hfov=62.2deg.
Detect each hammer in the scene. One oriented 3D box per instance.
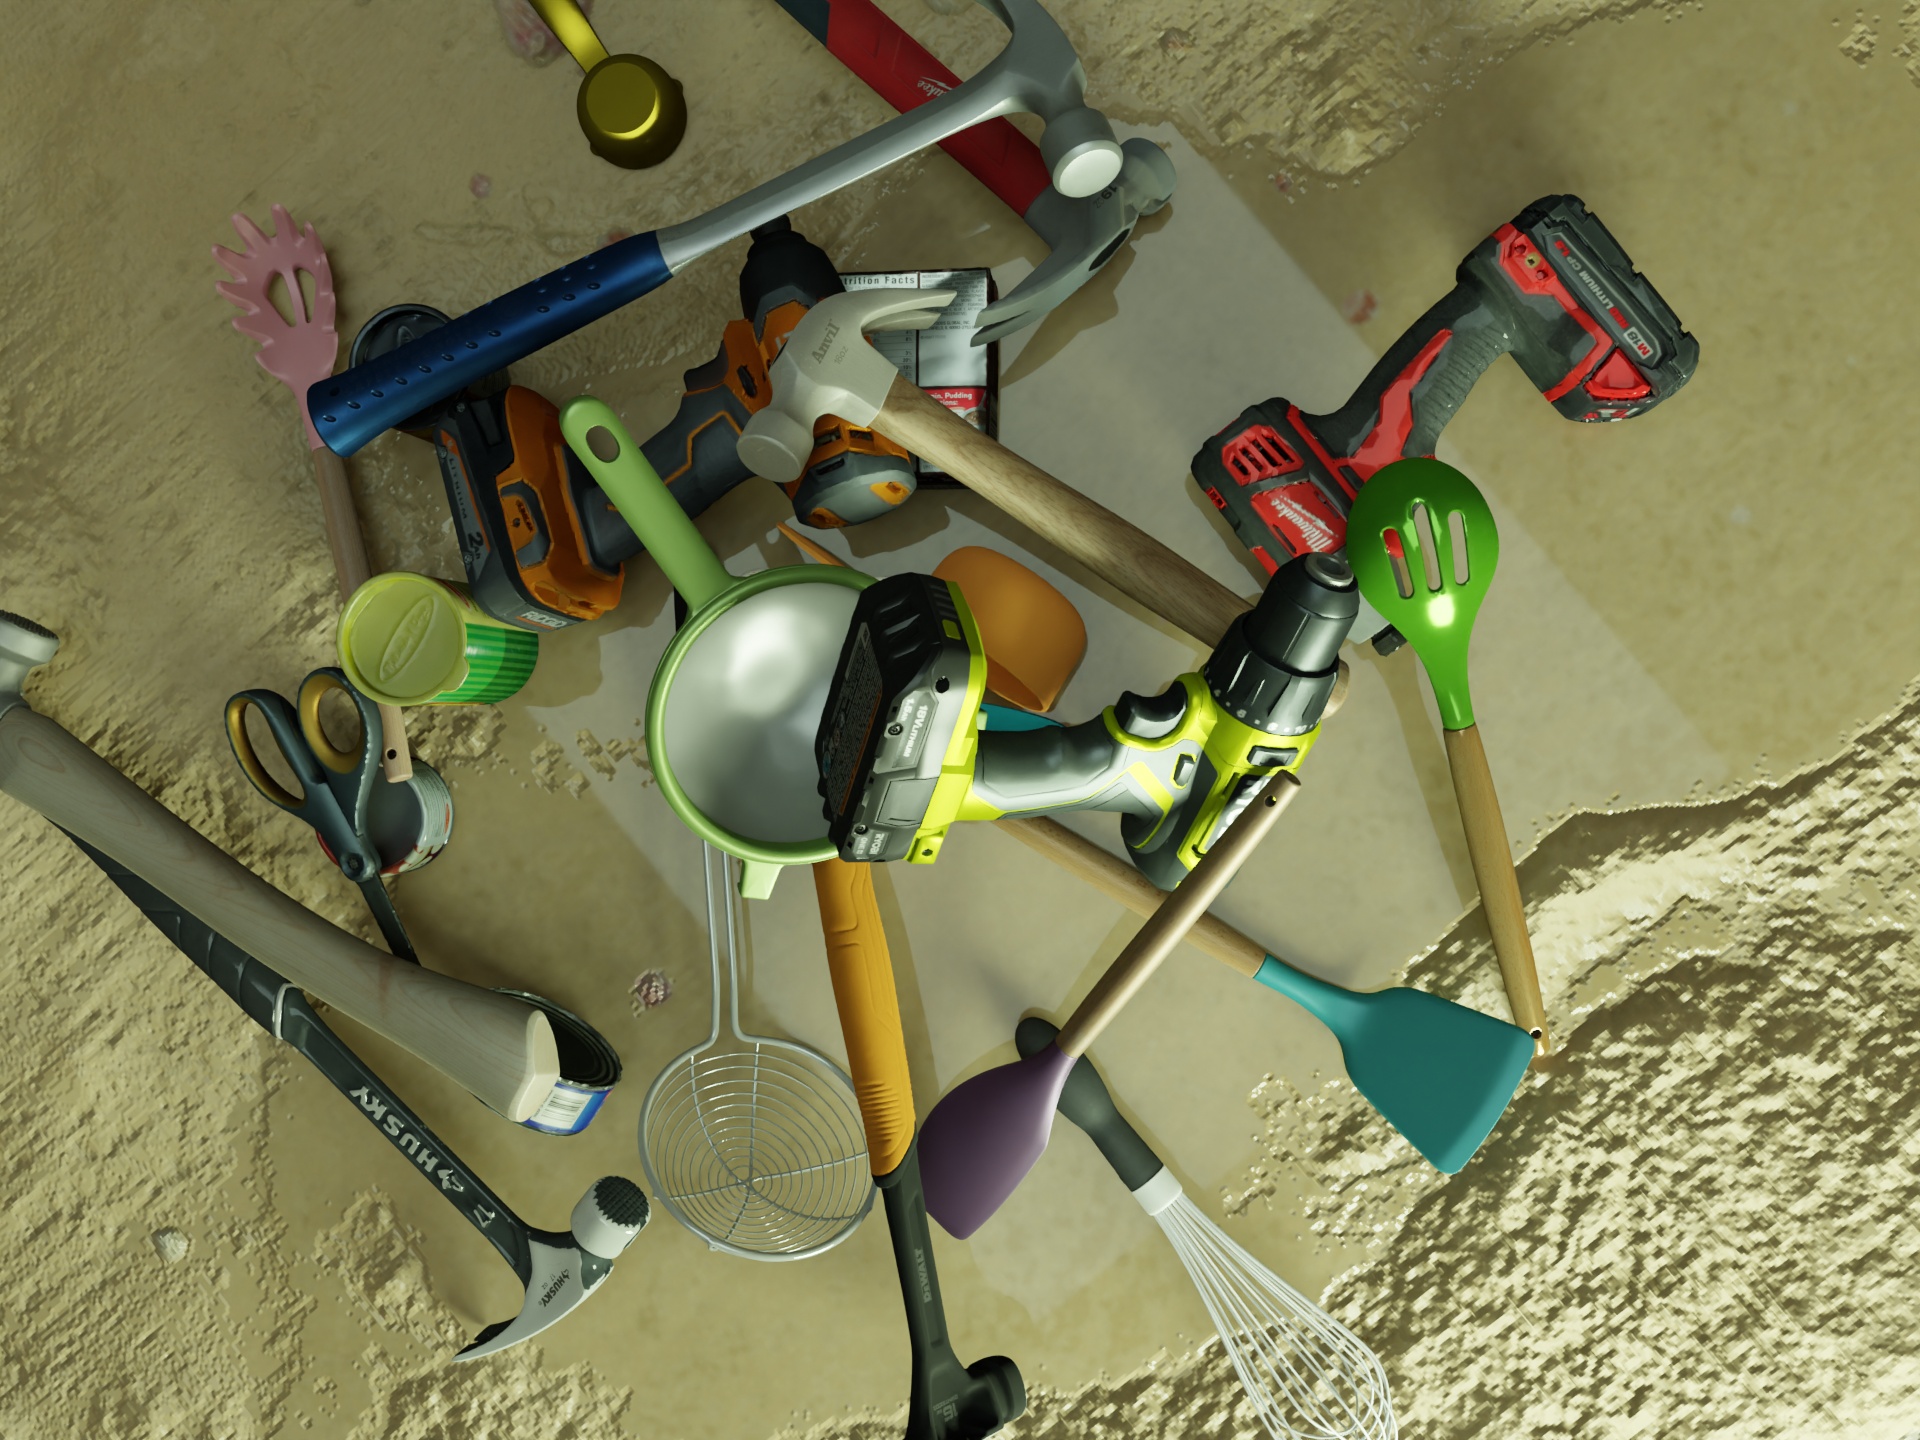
[{"bbox_3d":[-0.351,0.174,0.858,0.409,0.036,0.149,41,113,8],"label":"hammer"},{"bbox_3d":[-0.043,0.194,0.797,0.034,0.127,0.337,-19,76,33],"label":"hammer"},{"bbox_3d":[-0.133,-0.234,0.764,0.405,0.035,0.144,-23,67,9],"label":"hammer"},{"bbox_3d":[0.058,-0.096,0.772,0.331,0.031,0.130,30,60,-18],"label":"hammer"},{"bbox_3d":[-0.075,-0.358,0.822,0.386,0.038,0.143,43,71,6],"label":"hammer"},{"bbox_3d":[-0.383,0.095,0.813,0.411,0.038,0.146,28,87,15],"label":"hammer"}]

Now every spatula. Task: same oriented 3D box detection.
[{"bbox_3d":[0.066,0.144,0.792,0.060,0.018,0.316,42,113,14],"label":"spatula"},{"bbox_3d":[0.133,0.113,0.818,0.317,0.044,0.082,30,96,6],"label":"spatula"}]

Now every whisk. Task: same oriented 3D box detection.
[{"bbox_3d":[0.121,0.267,0.816,0.070,0.070,0.285,-40,82,4],"label":"whisk"}]

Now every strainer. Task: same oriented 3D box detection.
[{"bbox_3d":[-0.111,-0.049,0.761,0.151,0.069,0.256,-37,115,-6],"label":"strainer"}]

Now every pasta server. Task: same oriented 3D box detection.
[{"bbox_3d":[-0.336,-0.121,0.851,0.060,0.040,0.316,-15,83,-2],"label":"pasta server"}]

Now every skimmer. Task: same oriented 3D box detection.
[{"bbox_3d":[-0.113,0.086,0.818,0.127,0.090,0.363,-3,86,-29],"label":"skimmer"}]

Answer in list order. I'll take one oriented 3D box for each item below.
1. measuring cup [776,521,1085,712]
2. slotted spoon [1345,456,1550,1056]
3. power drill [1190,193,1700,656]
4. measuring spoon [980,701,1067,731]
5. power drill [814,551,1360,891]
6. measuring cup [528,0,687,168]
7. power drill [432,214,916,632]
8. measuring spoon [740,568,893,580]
[{"bbox_3d":[-0.013,-0.072,0.815,0.174,0.095,0.052,34,83,13],"label":"measuring cup"},{"bbox_3d":[0.252,0.025,0.780,0.070,0.031,0.313,-15,104,9],"label":"slotted spoon"},{"bbox_3d":[0.241,-0.141,0.794,0.219,0.078,0.143,-38,87,7],"label":"power drill"},{"bbox_3d":[-0.001,-0.003,0.848,0.128,0.021,0.042,13,93,-4],"label":"measuring spoon"},{"bbox_3d":[0.062,-0.003,0.733,0.228,0.080,0.190,3,132,-21],"label":"power drill"},{"bbox_3d":[-0.207,-0.369,0.855,0.062,0.029,0.156,-36,89,4],"label":"measuring cup"},{"bbox_3d":[-0.147,-0.151,0.807,0.226,0.084,0.164,-20,78,14],"label":"power drill"},{"bbox_3d":[-0.061,-0.066,0.853,0.124,0.018,0.034,-2,95,-1],"label":"measuring spoon"}]
